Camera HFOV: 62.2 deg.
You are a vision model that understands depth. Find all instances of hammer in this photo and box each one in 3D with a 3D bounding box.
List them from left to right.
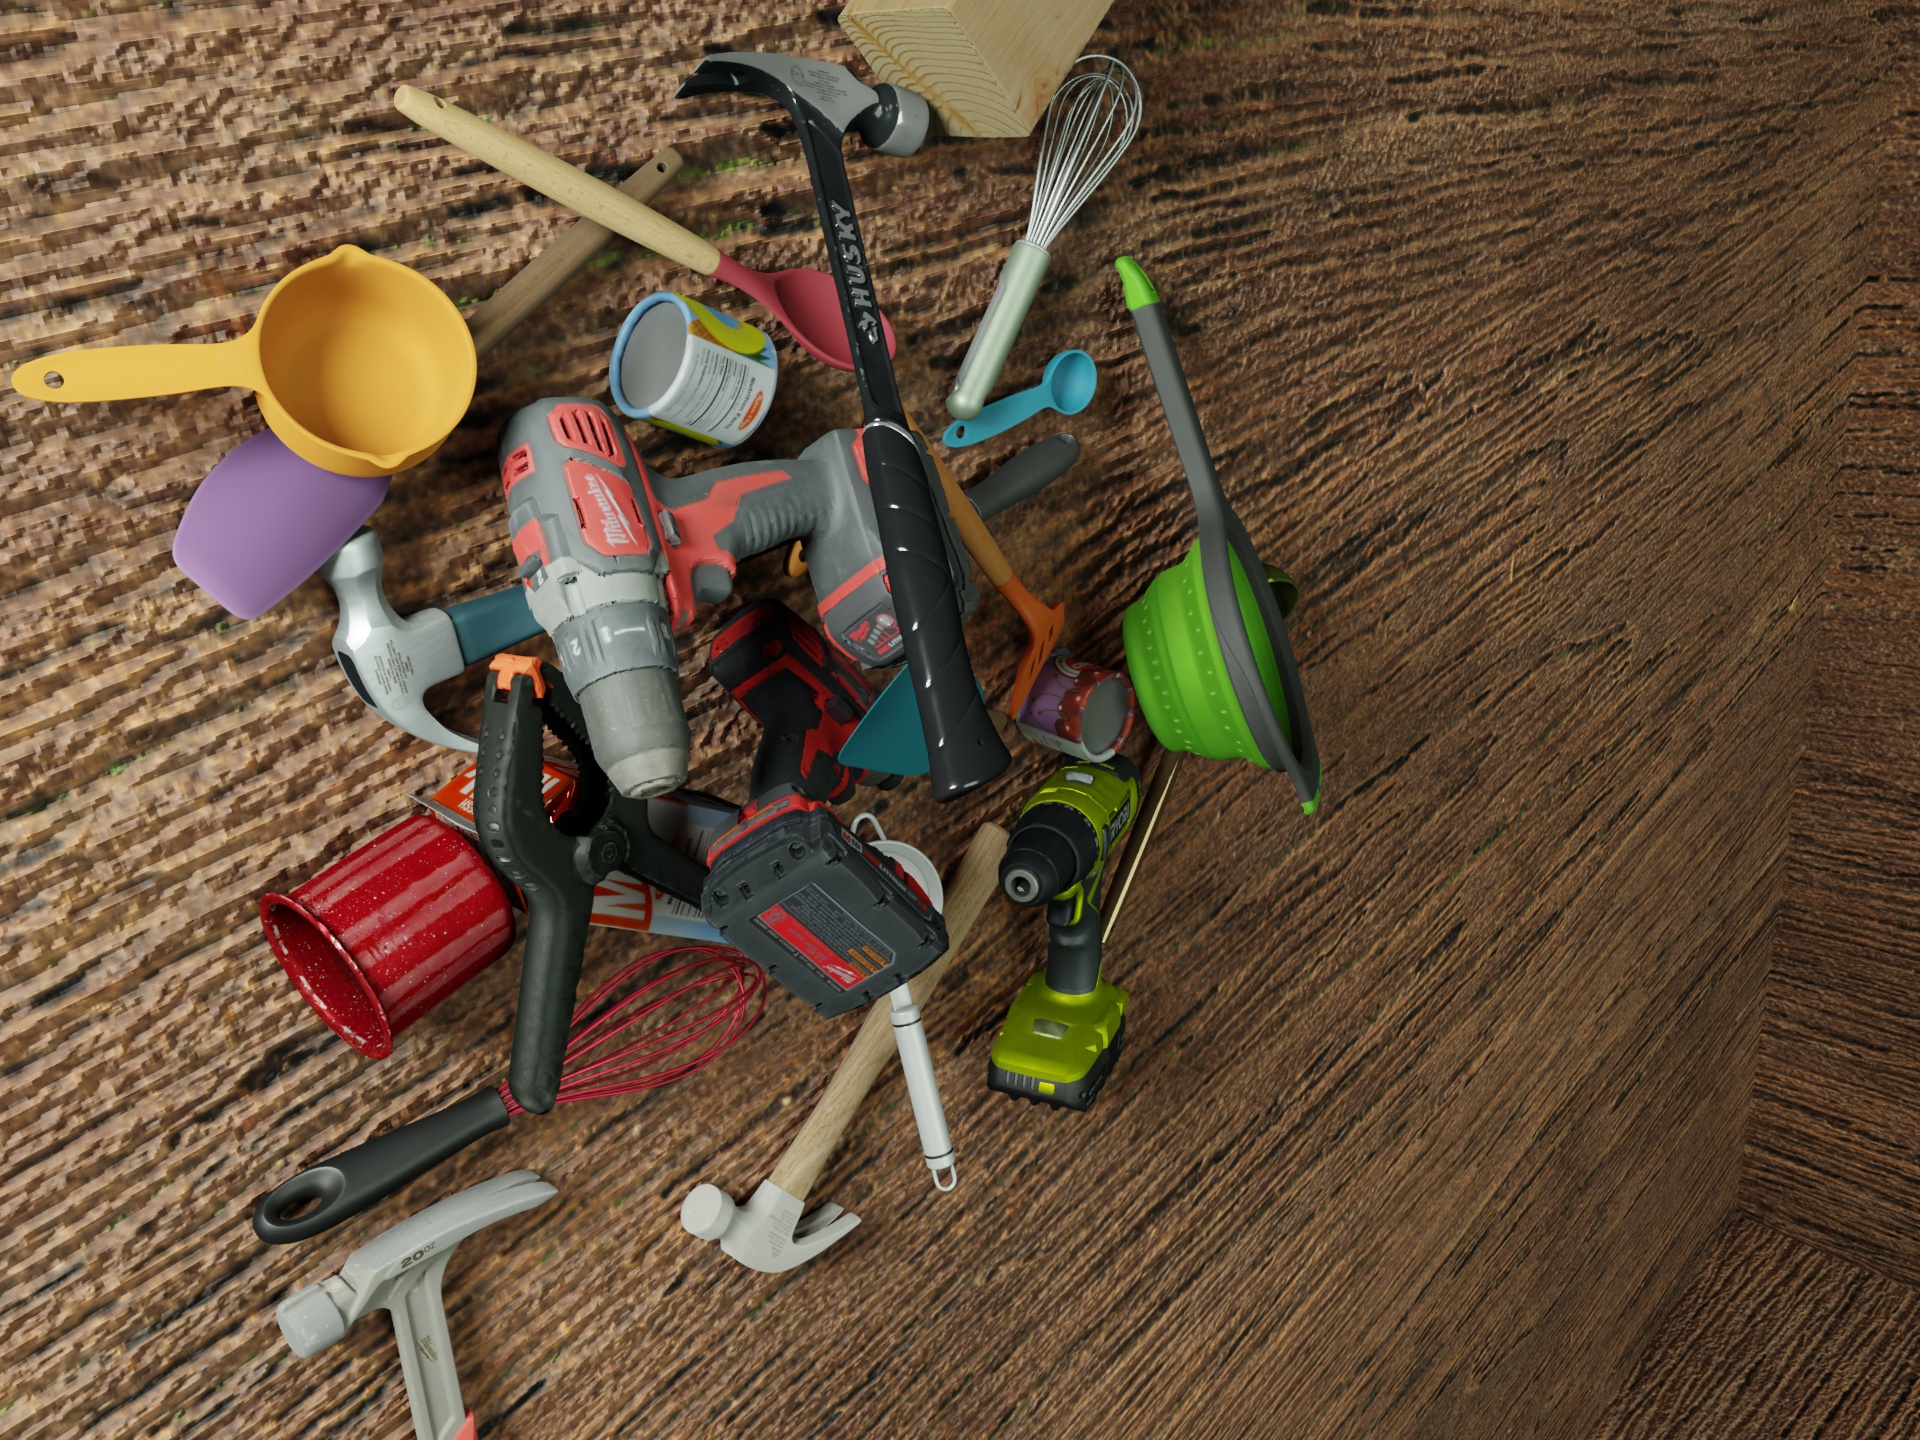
[{"bbox_3d":[-0.277,0.433,0.899,0.149,0.037,0.359,-23,119,-41],"label":"hammer"},{"bbox_3d":[-0.164,-0.082,0.831,0.331,0.033,0.128,-27,123,-36],"label":"hammer"},{"bbox_3d":[-0.042,-0.156,0.787,0.149,0.036,0.409,1,69,-41],"label":"hammer"},{"bbox_3d":[-0.054,0.215,1.067,0.331,0.031,0.129,-57,137,-16],"label":"hammer"}]

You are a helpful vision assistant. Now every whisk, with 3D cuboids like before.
[{"bbox_3d":[-0.230,0.196,0.851,0.296,0.073,0.073,-25,121,-34],"label":"whisk"},{"bbox_3d":[0.002,-0.132,0.996,0.239,0.055,0.055,-37,129,-40],"label":"whisk"},{"bbox_3d":[0.047,-0.299,0.987,0.059,0.058,0.246,25,88,-14],"label":"whisk"}]

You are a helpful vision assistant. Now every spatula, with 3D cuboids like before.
[{"bbox_3d":[-0.233,-0.171,0.735,0.059,0.018,0.316,45,65,-14],"label":"spatula"},{"bbox_3d":[-0.001,-0.003,0.937,0.082,0.044,0.317,-52,175,6],"label":"spatula"},{"bbox_3d":[0.008,-0.101,0.958,0.081,0.041,0.322,-62,146,-16],"label":"spatula"}]

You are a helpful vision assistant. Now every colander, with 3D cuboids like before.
[{"bbox_3d":[0.146,-0.117,1.107,0.204,0.094,0.397,-44,115,-69],"label":"colander"}]

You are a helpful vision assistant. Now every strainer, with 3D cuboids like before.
[{"bbox_3d":[-0.039,0.182,1.022,0.087,0.050,0.258,-15,96,-18],"label":"strainer"}]

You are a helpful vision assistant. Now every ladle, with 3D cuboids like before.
[{"bbox_3d":[-0.140,-0.235,0.783,0.315,0.031,0.069,14,50,-53],"label":"ladle"},{"bbox_3d":[0.176,0.026,1.220,0.078,0.062,0.320,33,78,-54],"label":"ladle"}]

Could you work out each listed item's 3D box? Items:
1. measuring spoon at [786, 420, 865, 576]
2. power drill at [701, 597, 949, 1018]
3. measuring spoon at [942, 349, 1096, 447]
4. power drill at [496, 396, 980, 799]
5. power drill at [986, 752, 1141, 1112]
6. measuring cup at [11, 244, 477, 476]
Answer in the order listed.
[{"bbox_3d":[-0.070,-0.134,0.937,0.021,0.011,0.117,41,73,-47],"label":"measuring spoon"},{"bbox_3d":[-0.073,0.042,0.855,0.078,0.220,0.143,-32,125,17],"label":"power drill"},{"bbox_3d":[0.034,-0.205,1.028,0.128,0.021,0.042,-29,125,-27],"label":"measuring spoon"},{"bbox_3d":[-0.102,-0.062,0.771,0.226,0.080,0.188,-6,72,-41],"label":"power drill"},{"bbox_3d":[0.069,0.151,1.108,0.190,0.080,0.228,-41,136,-62],"label":"power drill"},{"bbox_3d":[-0.293,-0.141,0.662,0.173,0.052,0.095,-11,88,-26],"label":"measuring cup"}]
